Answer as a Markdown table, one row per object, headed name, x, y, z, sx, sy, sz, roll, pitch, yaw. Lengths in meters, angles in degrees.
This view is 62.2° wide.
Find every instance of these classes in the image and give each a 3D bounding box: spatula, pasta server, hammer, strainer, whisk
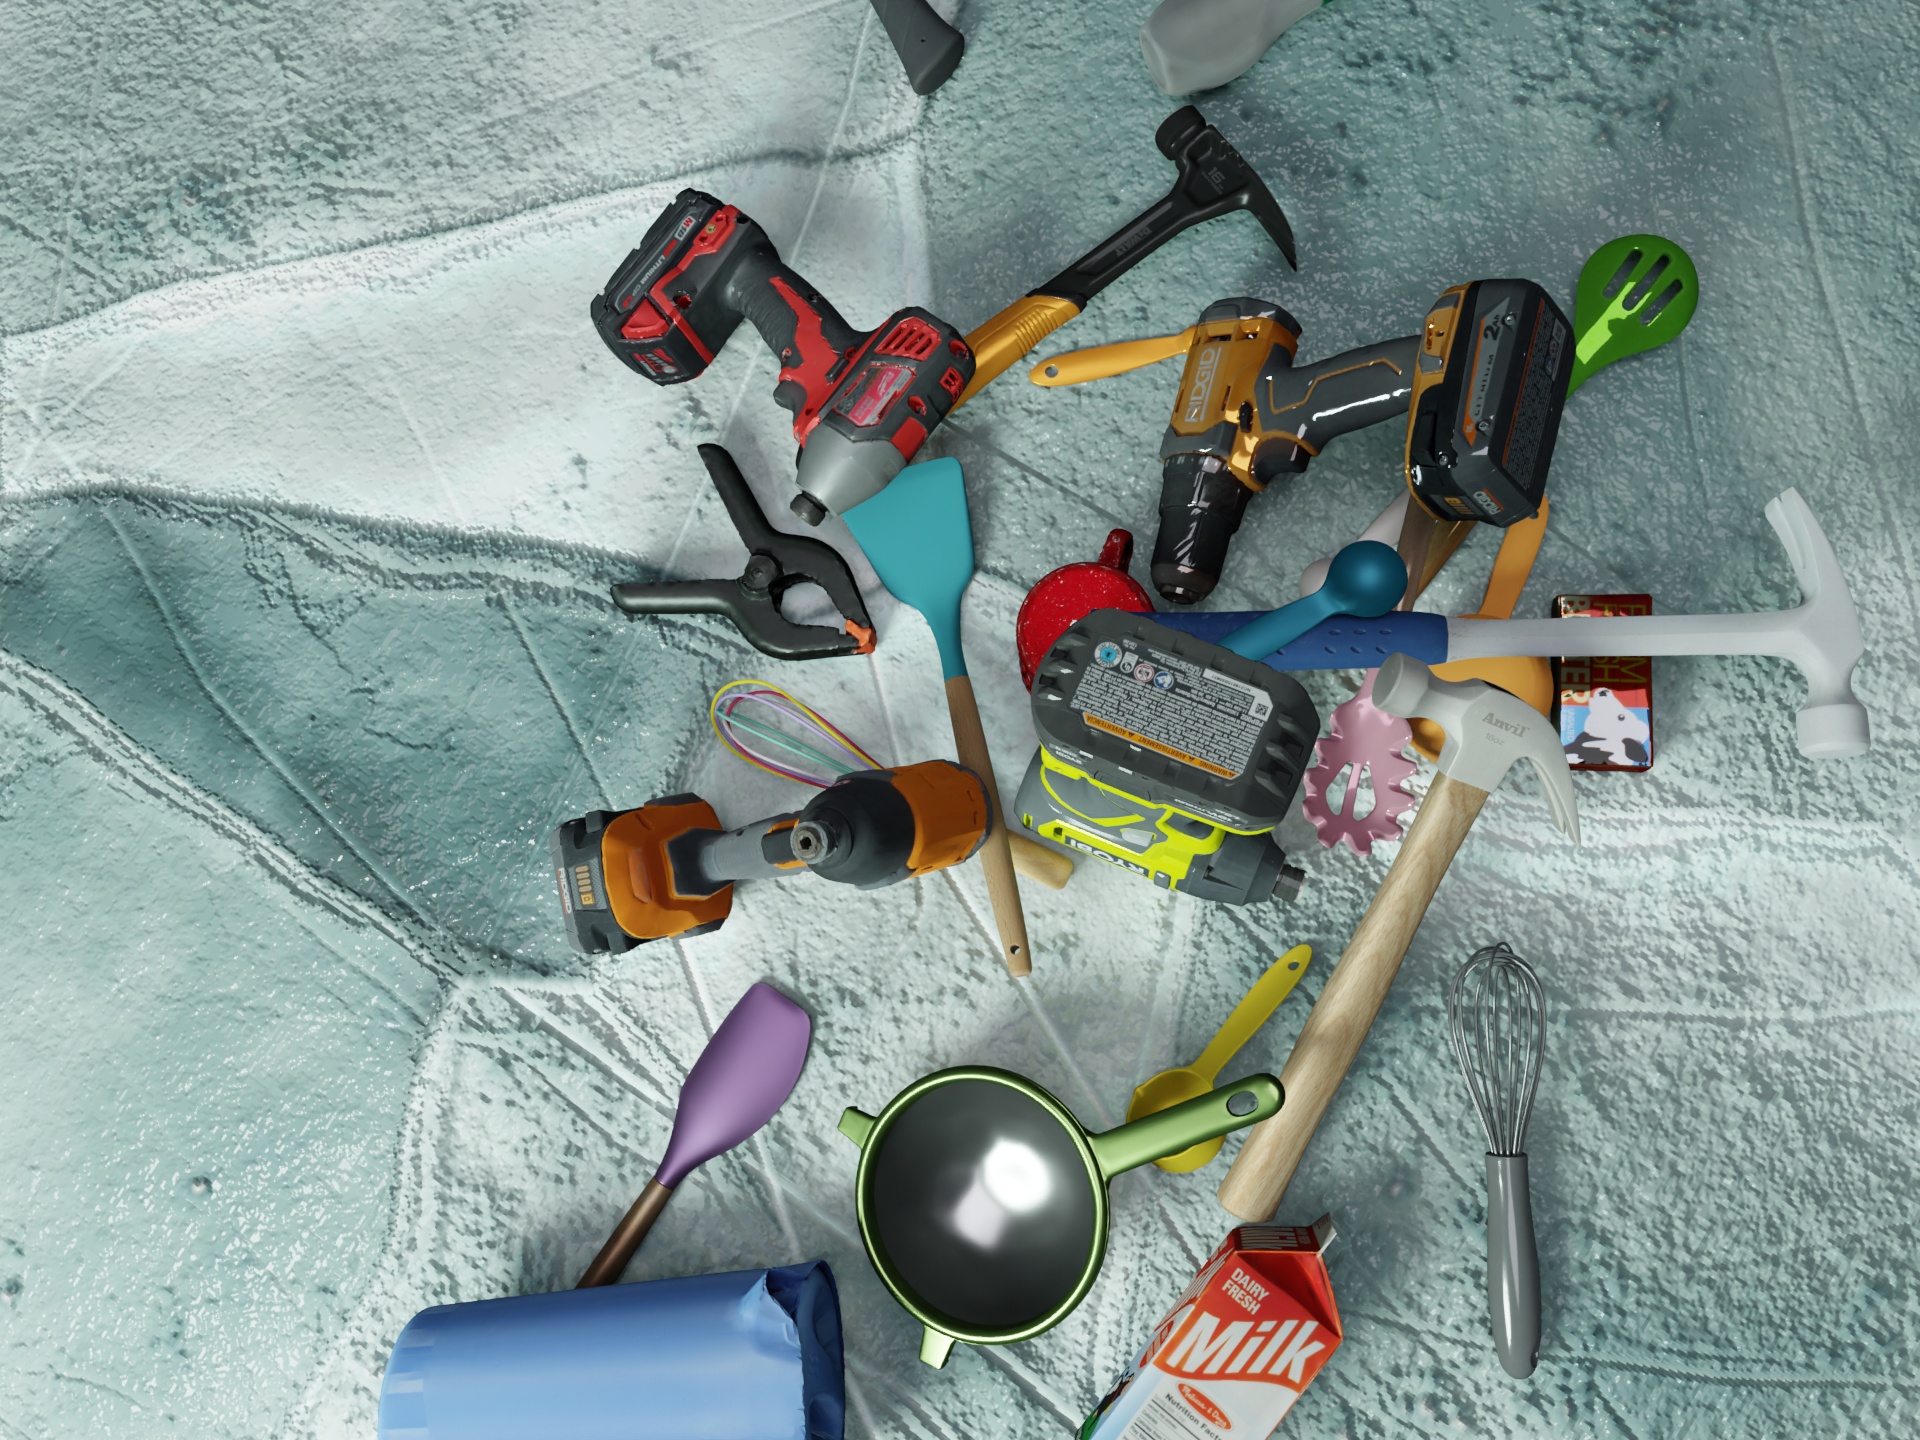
| name | x | y | z | sx | sy | sz | roll | pitch | yaw |
| --- | --- | --- | --- | --- | --- | --- | --- | --- | --- |
| spatula | -0.002 | -0.003 | 0.948 | 0.082 | 0.044 | 0.318 | -17 | 69 | 10 |
| pasta server | 0.252 | -0.077 | 0.898 | 0.060 | 0.040 | 0.316 | 15 | 83 | 7 |
| hammer | -0.105 | -0.594 | 1.068 | 0.149 | 0.036 | 0.409 | -27 | 79 | 5 |
| hammer | 0.044 | -0.241 | 0.991 | 0.337 | 0.034 | 0.127 | -35 | 70 | 3 |
| spatula | -0.191 | 0.301 | 0.958 | 0.060 | 0.018 | 0.316 | 34 | 87 | 10 |
| hammer | 0.224 | 0.133 | 0.861 | 0.130 | 0.031 | 0.331 | 20 | 106 | -8 |
| strainer | 0.066 | 0.247 | 0.888 | 0.256 | 0.069 | 0.151 | -26 | 77 | 17 |
| whisk | -0.044 | 0.039 | 0.964 | 0.245 | 0.051 | 0.047 | 25 | 80 | 8 |
| hammer | 0.273 | -0.050 | 0.861 | 0.405 | 0.035 | 0.144 | -1 | 78 | 4 |
| whisk | 0.303 | 0.243 | 0.883 | 0.055 | 0.055 | 0.239 | -3 | 85 | 8 |

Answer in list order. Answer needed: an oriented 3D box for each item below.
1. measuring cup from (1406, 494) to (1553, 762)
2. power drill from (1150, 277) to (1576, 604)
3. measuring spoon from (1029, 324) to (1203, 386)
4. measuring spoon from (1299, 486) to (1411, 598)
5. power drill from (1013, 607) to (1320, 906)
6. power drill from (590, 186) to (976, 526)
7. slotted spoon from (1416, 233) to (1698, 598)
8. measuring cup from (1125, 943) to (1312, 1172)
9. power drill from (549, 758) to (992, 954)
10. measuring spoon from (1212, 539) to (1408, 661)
| name | x | y | z | sx | sy | sz | roll | pitch | yaw |
| --- | --- | --- | --- | --- | --- | --- | --- | --- | --- |
| measuring cup | 0.311 | -0.057 | 0.921 | 0.095 | 0.052 | 0.173 | 20 | 87 | 10 |
| power drill | 0.208 | -0.152 | 0.893 | 0.226 | 0.084 | 0.185 | 7 | 76 | 44 |
| measuring spoon | 0.100 | -0.229 | 0.997 | 0.117 | 0.011 | 0.021 | -11 | 80 | 6 |
| measuring spoon | 0.254 | -0.113 | 0.955 | 0.124 | 0.018 | 0.034 | -44 | 78 | -1 |
| power drill | 0.114 | 0.035 | 0.849 | 0.171 | 0.223 | 0.080 | 22 | 73 | 12 |
| power drill | -0.112 | -0.218 | 0.972 | 0.220 | 0.078 | 0.143 | 35 | 86 | 21 |
| slotted spoon | 0.334 | -0.165 | 0.948 | 0.070 | 0.031 | 0.314 | 38 | 90 | 7 |
| measuring cup | 0.158 | 0.195 | 0.919 | 0.156 | 0.029 | 0.062 | -47 | 36 | -14 |
| power drill | -0.114 | 0.073 | 0.884 | 0.226 | 0.164 | 0.084 | -13 | 87 | 24 |
| measuring spoon | 0.179 | -0.056 | 0.839 | 0.128 | 0.021 | 0.042 | -29 | 78 | -2 |
